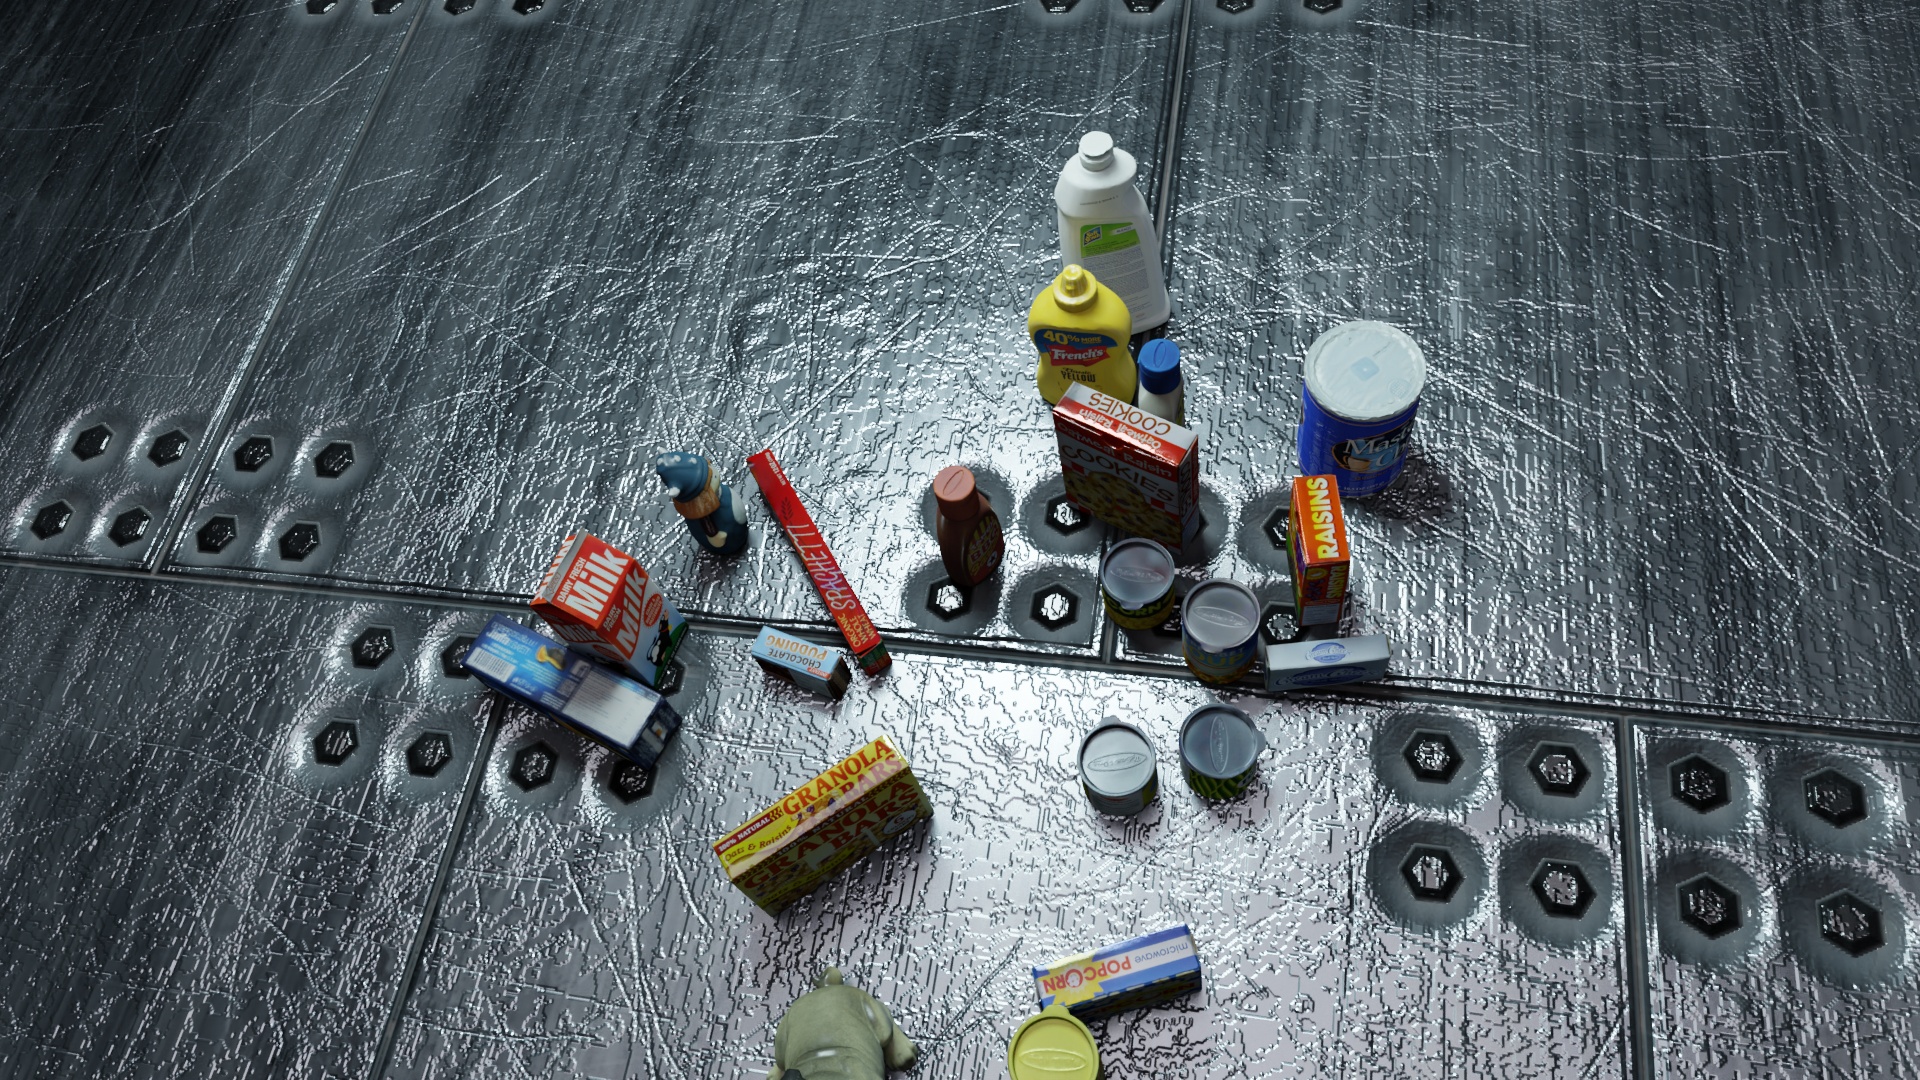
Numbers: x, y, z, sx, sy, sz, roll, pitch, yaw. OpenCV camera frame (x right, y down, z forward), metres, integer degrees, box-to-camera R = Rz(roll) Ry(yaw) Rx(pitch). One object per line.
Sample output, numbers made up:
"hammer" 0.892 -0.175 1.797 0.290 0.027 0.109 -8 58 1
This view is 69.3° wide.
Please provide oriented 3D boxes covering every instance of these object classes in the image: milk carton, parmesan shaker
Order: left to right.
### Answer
"milk carton" -0.318 0.060 1.243 0.073 0.189 0.072 16 66 17
"parmesan shaker" 0.075 0.395 1.046 0.071 0.102 0.071 -4 62 8

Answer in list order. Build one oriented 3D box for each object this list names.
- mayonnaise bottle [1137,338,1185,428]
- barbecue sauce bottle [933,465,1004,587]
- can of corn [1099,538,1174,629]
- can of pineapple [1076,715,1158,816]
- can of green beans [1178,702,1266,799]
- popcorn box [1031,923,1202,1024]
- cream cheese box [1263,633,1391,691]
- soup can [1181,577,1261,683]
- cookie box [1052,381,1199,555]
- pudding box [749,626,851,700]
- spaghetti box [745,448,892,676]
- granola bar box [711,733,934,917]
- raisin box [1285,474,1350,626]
"mayonnaise bottle" 0.187 -0.129 1.285 0.041 0.147 0.065 9 64 14
"barbecue sauce bottle" 0.004 -0.016 1.254 0.044 0.148 0.065 29 70 22
"can of corn" 0.159 0.042 1.249 0.071 0.058 0.071 -4 61 7
"can of pineapple" 0.133 0.192 1.172 0.071 0.057 0.071 -4 61 7
"can of green beans" 0.217 0.178 1.166 0.071 0.057 0.071 -4 61 7
"popcorn box" 0.123 0.340 1.078 0.127 0.085 0.038 -16 61 1
"cream cheese box" 0.313 0.105 1.192 0.104 0.053 0.024 -7 61 6
"soup can" 0.224 0.082 1.202 0.071 0.083 0.071 -4 62 8
"cookie box" 0.150 -0.061 1.244 0.123 0.166 0.040 25 69 21
"pudding box" -0.146 0.112 1.267 0.084 0.049 0.030 18 67 18
"spaghetti box" -0.136 0.018 1.316 0.029 0.050 0.251 -30 61 -7
"granola bar box" -0.110 0.237 1.151 0.166 0.123 0.039 -32 62 -8
"raisin box" 0.308 0.010 1.204 0.040 0.123 0.086 -5 62 7
